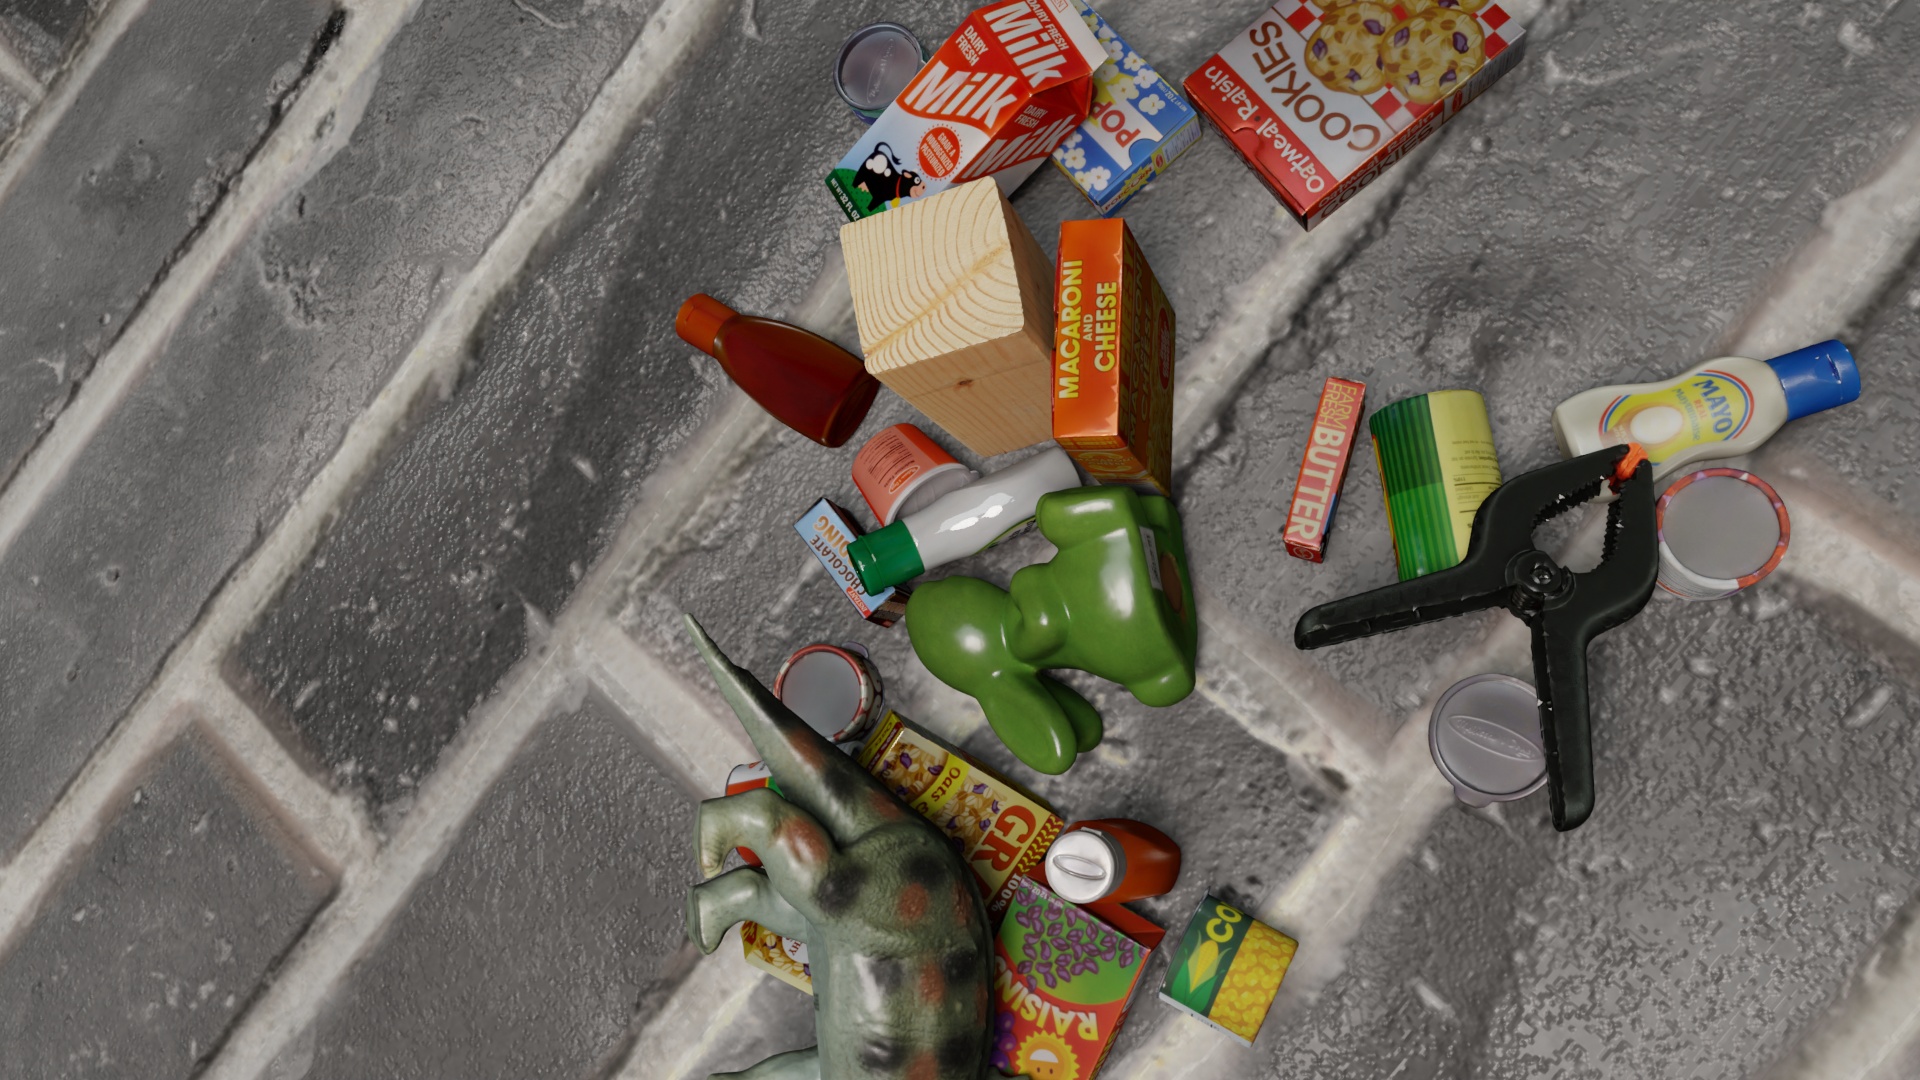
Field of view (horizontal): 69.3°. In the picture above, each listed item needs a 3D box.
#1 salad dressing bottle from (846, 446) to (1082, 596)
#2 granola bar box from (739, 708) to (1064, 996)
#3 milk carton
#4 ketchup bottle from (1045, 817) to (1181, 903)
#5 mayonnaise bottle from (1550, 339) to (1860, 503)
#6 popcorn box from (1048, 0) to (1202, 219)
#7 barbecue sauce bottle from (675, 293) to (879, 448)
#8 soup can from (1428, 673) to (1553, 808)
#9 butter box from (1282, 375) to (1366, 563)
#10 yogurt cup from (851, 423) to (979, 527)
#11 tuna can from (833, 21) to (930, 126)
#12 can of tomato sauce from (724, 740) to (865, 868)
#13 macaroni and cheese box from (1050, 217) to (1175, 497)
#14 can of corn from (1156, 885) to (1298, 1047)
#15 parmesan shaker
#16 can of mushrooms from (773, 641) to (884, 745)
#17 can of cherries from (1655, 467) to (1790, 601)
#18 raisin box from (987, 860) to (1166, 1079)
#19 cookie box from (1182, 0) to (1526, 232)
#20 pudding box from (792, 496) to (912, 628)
[{"bbox_3d":[0.003,-0.011,0.863,0.148,0.064,0.044,-24,89,-9],"label":"salad dressing bottle"},{"bbox_3d":[-0.035,0.201,0.832,0.124,0.039,0.165,34,92,-19],"label":"granola bar box"},{"bbox_3d":[0.009,-0.265,0.886,0.190,0.073,0.072,-40,72,30],"label":"milk carton"},{"bbox_3d":[0.082,0.178,0.775,0.065,0.148,0.043,12,83,19],"label":"ketchup bottle"},{"bbox_3d":[0.413,-0.071,0.772,0.148,0.041,0.065,-19,77,14],"label":"mayonnaise bottle"},{"bbox_3d":[0.086,-0.287,0.918,0.085,0.038,0.127,-41,71,6],"label":"popcorn box"},{"bbox_3d":[-0.130,-0.123,0.954,0.149,0.043,0.065,31,90,21],"label":"barbecue sauce bottle"},{"bbox_3d":[0.288,0.110,0.756,0.071,0.083,0.071,-3,79,18],"label":"soup can"},{"bbox_3d":[0.216,-0.041,0.823,0.024,0.053,0.103,15,85,18],"label":"butter box"},{"bbox_3d":[-0.034,-0.039,0.898,0.072,0.072,0.054,-44,63,6],"label":"yogurt cup"},{"bbox_3d":[-0.050,-0.324,0.970,0.071,0.033,0.071,-3,79,17],"label":"tuna can"},{"bbox_3d":[-0.096,0.169,0.878,0.083,0.071,0.071,-14,77,14],"label":"can of tomato sauce"},{"bbox_3d":[0.092,-0.100,0.813,0.040,0.166,0.124,-1,80,19],"label":"macaroni and cheese box"},{"bbox_3d":[0.152,0.240,0.784,0.058,0.071,0.071,25,89,19],"label":"can of corn"},{"bbox_3d":[0.278,-0.027,0.797,0.071,0.071,0.103,-11,76,16],"label":"parmesan shaker"},{"bbox_3d":[-0.085,0.099,0.904,0.071,0.033,0.071,-3,79,18],"label":"can of mushrooms"},{"bbox_3d":[0.407,-0.005,0.753,0.071,0.058,0.071,-3,80,18],"label":"can of cherries"},{"bbox_3d":[0.055,0.265,0.814,0.086,0.040,0.123,27,102,19],"label":"raisin box"},{"bbox_3d":[0.242,-0.294,0.868,0.167,0.040,0.123,-39,71,8],"label":"cookie box"},{"bbox_3d":[-0.068,0.014,0.905,0.030,0.049,0.084,-40,72,6],"label":"pudding box"}]
